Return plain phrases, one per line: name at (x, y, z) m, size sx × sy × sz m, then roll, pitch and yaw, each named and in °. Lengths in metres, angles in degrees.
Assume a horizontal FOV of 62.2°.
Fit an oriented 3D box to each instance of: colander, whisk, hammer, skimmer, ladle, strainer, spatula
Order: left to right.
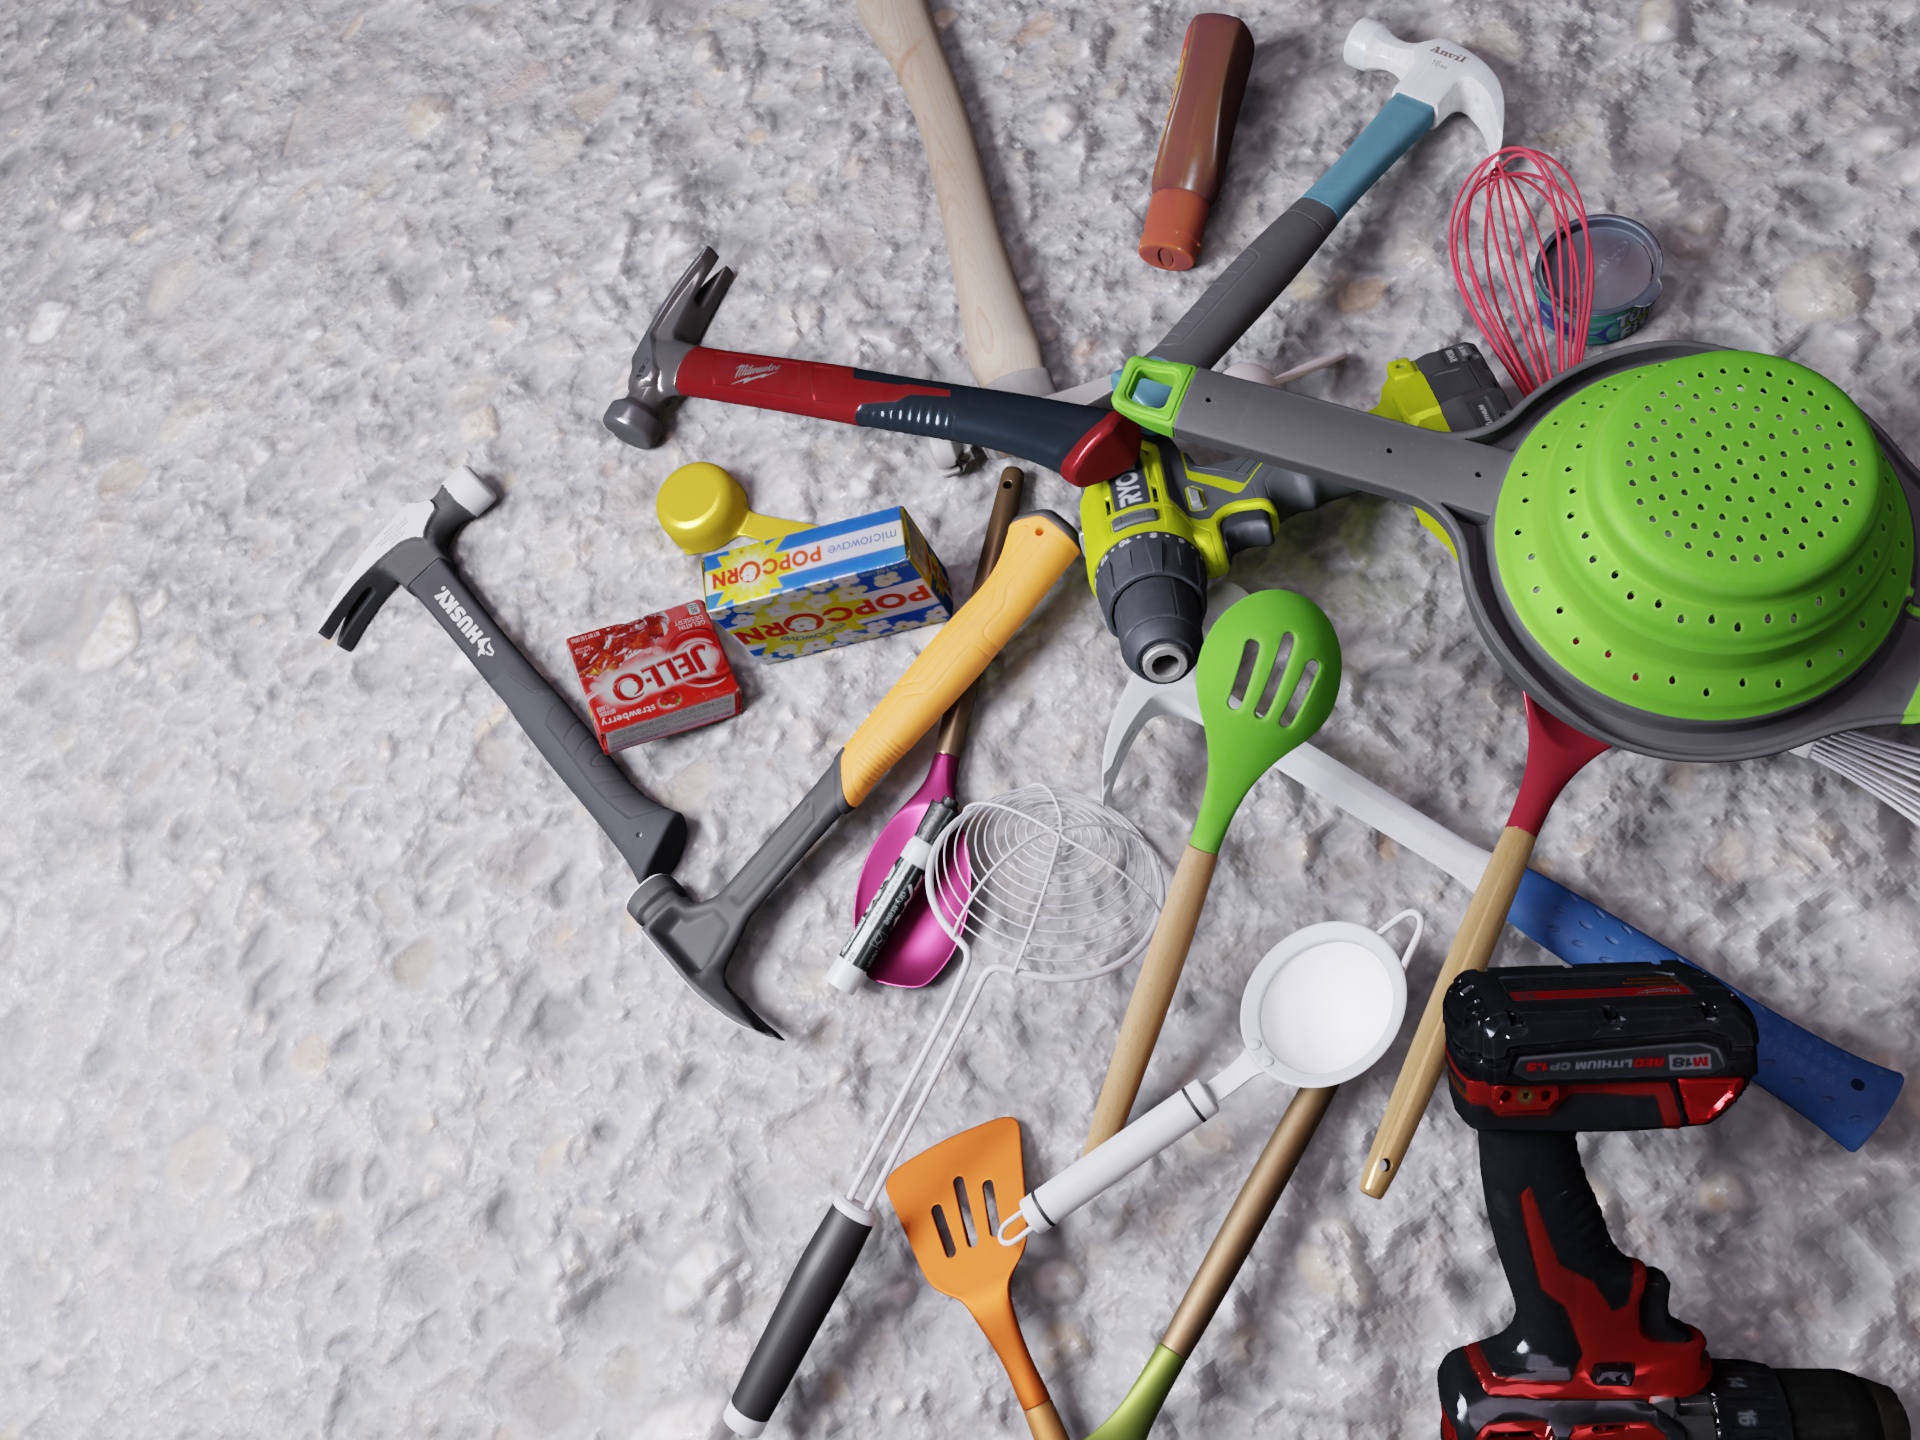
hammer at (-0.282, -0.017, 1.006) m, size 0.146 × 0.035 × 0.335 m, roll -44°, pitch 64°, yaw -2°
hammer at (-0.054, -0.208, 0.961) m, size 0.386 × 0.038 × 0.143 m, roll 17°, pitch 75°, yaw 36°
hammer at (-0.044, 0.020, 0.898) m, size 0.337 × 0.034 × 0.127 m, roll -50°, pitch 57°, yaw -1°
skimmer at (-0.016, 0.199, 0.832) m, size 0.127 × 0.090 × 0.363 m, roll 27°, pitch 87°, yaw 19°
hammer at (0.009, -0.352, 1.040) m, size 0.146 × 0.038 × 0.411 m, roll -18°, pitch 65°, yaw 9°
spatula at (0.050, 0.353, 0.767) m, size 0.081 × 0.041 × 0.323 m, roll -28°, pitch 68°, yaw 9°
ladle at (0.117, 0.272, 0.741) m, size 0.078 × 0.062 × 0.320 m, roll 35°, pitch 73°, yaw -3°
strainer at (0.124, 0.180, 0.773) m, size 0.258 × 0.050 × 0.087 m, roll -36°, pitch 39°, yaw 4°
hammer at (0.198, -0.286, 0.923) m, size 0.128 × 0.033 × 0.331 m, roll 34°, pitch 71°, yaw 26°
hammer at (0.251, 0.077, 0.787) m, size 0.406 × 0.035 × 0.144 m, roll 34°, pitch 66°, yaw 23°
ladle at (0.254, 0.076, 0.745) m, size 0.069 × 0.031 × 0.315 m, roll 25°, pitch 77°, yaw 10°
colander at (0.253, -0.117, 0.713) m, size 0.397 × 0.094 × 0.204 m, roll 20°, pitch 78°, yaw 17°
whisk at (0.309, -0.166, 0.830) m, size 0.073 × 0.073 × 0.296 m, roll -10°, pitch 76°, yaw 14°
whisk at (0.432, 0.020, 0.755) m, size 0.285 × 0.070 × 0.070 m, roll 31°, pitch 82°, yaw 31°

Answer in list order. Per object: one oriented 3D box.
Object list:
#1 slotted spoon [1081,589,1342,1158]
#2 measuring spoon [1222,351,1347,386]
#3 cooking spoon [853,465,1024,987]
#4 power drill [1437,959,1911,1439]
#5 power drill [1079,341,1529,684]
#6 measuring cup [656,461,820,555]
slotted spoon at (0.114, 0.087, 0.783) m, size 0.070 × 0.031 × 0.313 m, roll 17°, pitch 101°, yaw -2°
measuring spoon at (0.182, -0.200, 0.893) m, size 0.034 × 0.124 × 0.018 m, roll -5°, pitch 106°, yaw 45°
cooking spoon at (-0.001, -0.003, 0.920) m, size 0.069 × 0.017 × 0.319 m, roll 7°, pitch 73°, yaw 21°
power drill at (0.296, 0.222, 0.675) m, size 0.188 × 0.080 × 0.226 m, roll -4°, pitch 95°, yaw 9°
power drill at (0.176, -0.107, 0.839) m, size 0.228 × 0.080 × 0.191 m, roll -15°, pitch 38°, yaw 10°
measuring cup at (-0.125, -0.125, 0.999) m, size 0.156 × 0.029 × 0.062 m, roll 17°, pitch 76°, yaw 24°
